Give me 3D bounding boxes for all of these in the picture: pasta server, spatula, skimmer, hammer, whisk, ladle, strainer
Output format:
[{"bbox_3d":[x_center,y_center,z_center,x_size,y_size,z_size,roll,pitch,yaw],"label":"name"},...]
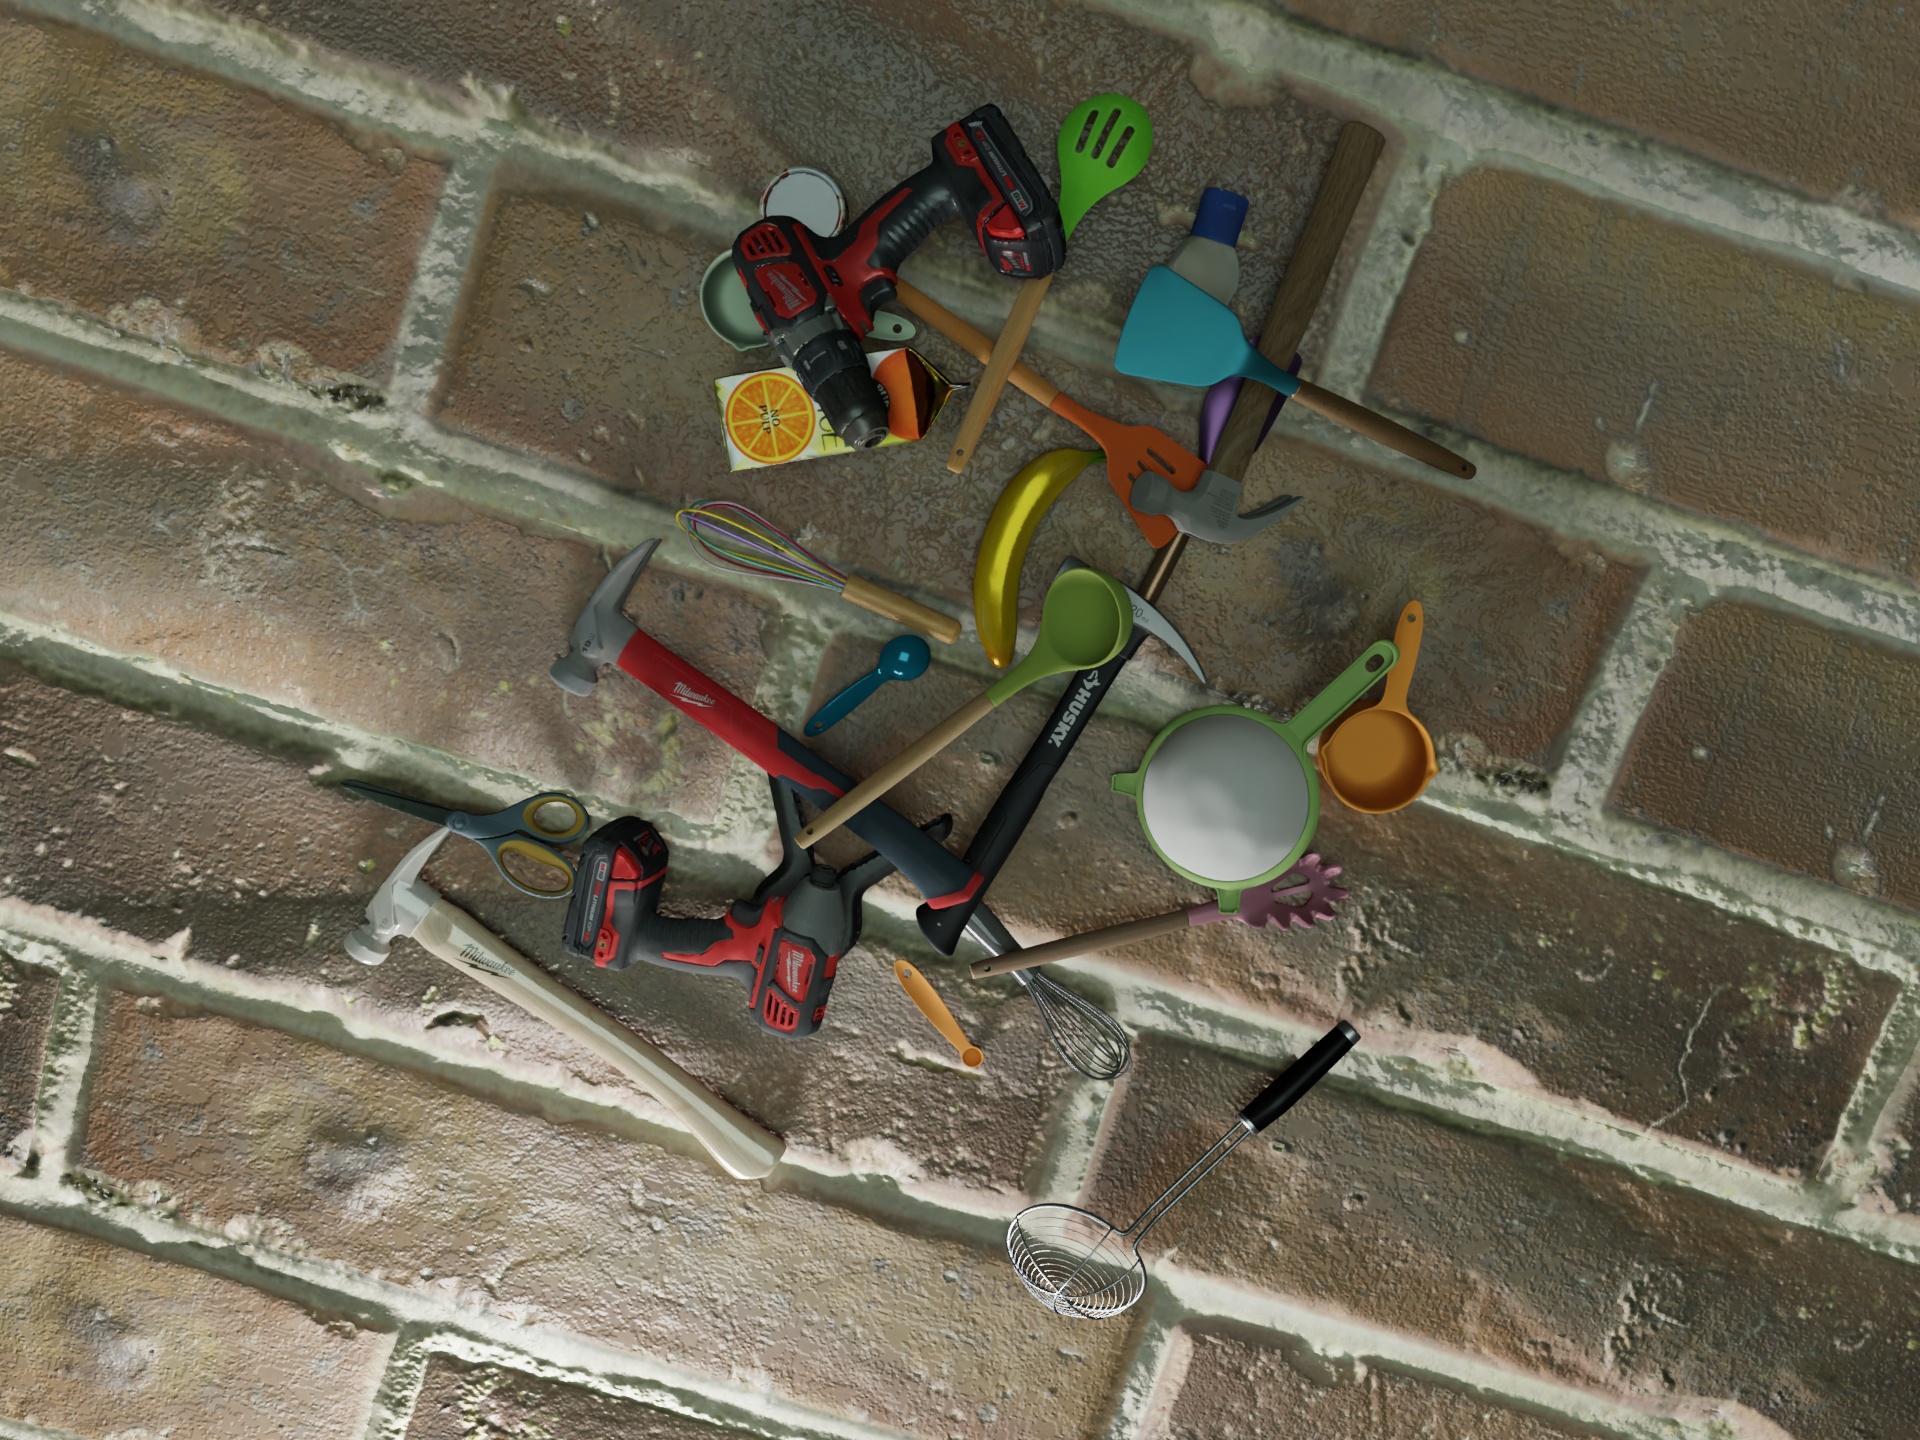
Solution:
[{"bbox_3d":[0.162,0.170,1.313,0.316,0.040,0.060,-13,85,-4],"label":"pasta server"},{"bbox_3d":[0.266,-0.245,1.204,0.317,0.044,0.082,19,94,-25],"label":"spatula"},{"bbox_3d":[0.052,-0.259,1.236,0.322,0.041,0.081,36,79,3],"label":"spatula"},{"bbox_3d":[0.196,0.381,1.381,0.363,0.090,0.127,-42,98,-1],"label":"skimmer"},{"bbox_3d":[-0.316,0.252,1.360,0.410,0.038,0.146,37,99,-7],"label":"hammer"},{"bbox_3d":[0.057,0.215,1.342,0.055,0.055,0.239,-42,93,9],"label":"whisk"},{"bbox_3d":[0.065,0.046,1.282,0.146,0.035,0.334,32,99,8],"label":"hammer"},{"bbox_3d":[-0.138,0.013,1.273,0.386,0.038,0.143,35,100,4],"label":"hammer"},{"bbox_3d":[0.177,-0.158,1.270,0.059,0.018,0.316,24,101,-10],"label":"spatula"},{"bbox_3d":[-0.113,-0.117,1.278,0.245,0.051,0.047,23,127,-8],"label":"whisk"},{"bbox_3d":[-0.002,-0.004,1.223,0.320,0.062,0.078,-37,68,2],"label":"ladle"},{"bbox_3d":[0.240,0.028,1.246,0.256,0.069,0.151,-45,77,19],"label":"strainer"},{"bbox_3d":[0.248,-0.293,1.218,0.130,0.031,0.331,20,96,-24],"label":"hammer"}]

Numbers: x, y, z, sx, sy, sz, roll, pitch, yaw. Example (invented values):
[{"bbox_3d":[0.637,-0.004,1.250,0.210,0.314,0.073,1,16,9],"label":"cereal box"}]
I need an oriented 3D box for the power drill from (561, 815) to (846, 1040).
[{"bbox_3d":[-0.201,0.160,1.293,0.220,0.078,0.143,18,103,9],"label":"power drill"}]

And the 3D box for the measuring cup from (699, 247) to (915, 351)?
[{"bbox_3d":[-0.117,-0.318,1.234,0.167,0.038,0.083,11,102,-3],"label":"measuring cup"}]

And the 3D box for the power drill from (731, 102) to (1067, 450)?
[{"bbox_3d":[-0.036,-0.318,1.155,0.226,0.080,0.188,-29,77,2],"label":"power drill"}]

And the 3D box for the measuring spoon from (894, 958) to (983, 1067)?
[{"bbox_3d":[-0.019,0.250,1.368,0.021,0.011,0.117,-37,95,8],"label":"measuring spoon"}]

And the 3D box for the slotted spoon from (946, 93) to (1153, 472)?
[{"bbox_3d":[0.060,-0.332,1.203,0.070,0.031,0.314,25,92,4],"label":"slotted spoon"}]

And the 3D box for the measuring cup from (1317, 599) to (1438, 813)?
[{"bbox_3d":[0.342,-0.014,1.282,0.095,0.052,0.173,10,100,-1],"label":"measuring cup"}]

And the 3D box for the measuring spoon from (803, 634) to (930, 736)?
[{"bbox_3d":[-0.077,-0.021,1.297,0.128,0.021,0.042,-38,129,12],"label":"measuring spoon"}]
